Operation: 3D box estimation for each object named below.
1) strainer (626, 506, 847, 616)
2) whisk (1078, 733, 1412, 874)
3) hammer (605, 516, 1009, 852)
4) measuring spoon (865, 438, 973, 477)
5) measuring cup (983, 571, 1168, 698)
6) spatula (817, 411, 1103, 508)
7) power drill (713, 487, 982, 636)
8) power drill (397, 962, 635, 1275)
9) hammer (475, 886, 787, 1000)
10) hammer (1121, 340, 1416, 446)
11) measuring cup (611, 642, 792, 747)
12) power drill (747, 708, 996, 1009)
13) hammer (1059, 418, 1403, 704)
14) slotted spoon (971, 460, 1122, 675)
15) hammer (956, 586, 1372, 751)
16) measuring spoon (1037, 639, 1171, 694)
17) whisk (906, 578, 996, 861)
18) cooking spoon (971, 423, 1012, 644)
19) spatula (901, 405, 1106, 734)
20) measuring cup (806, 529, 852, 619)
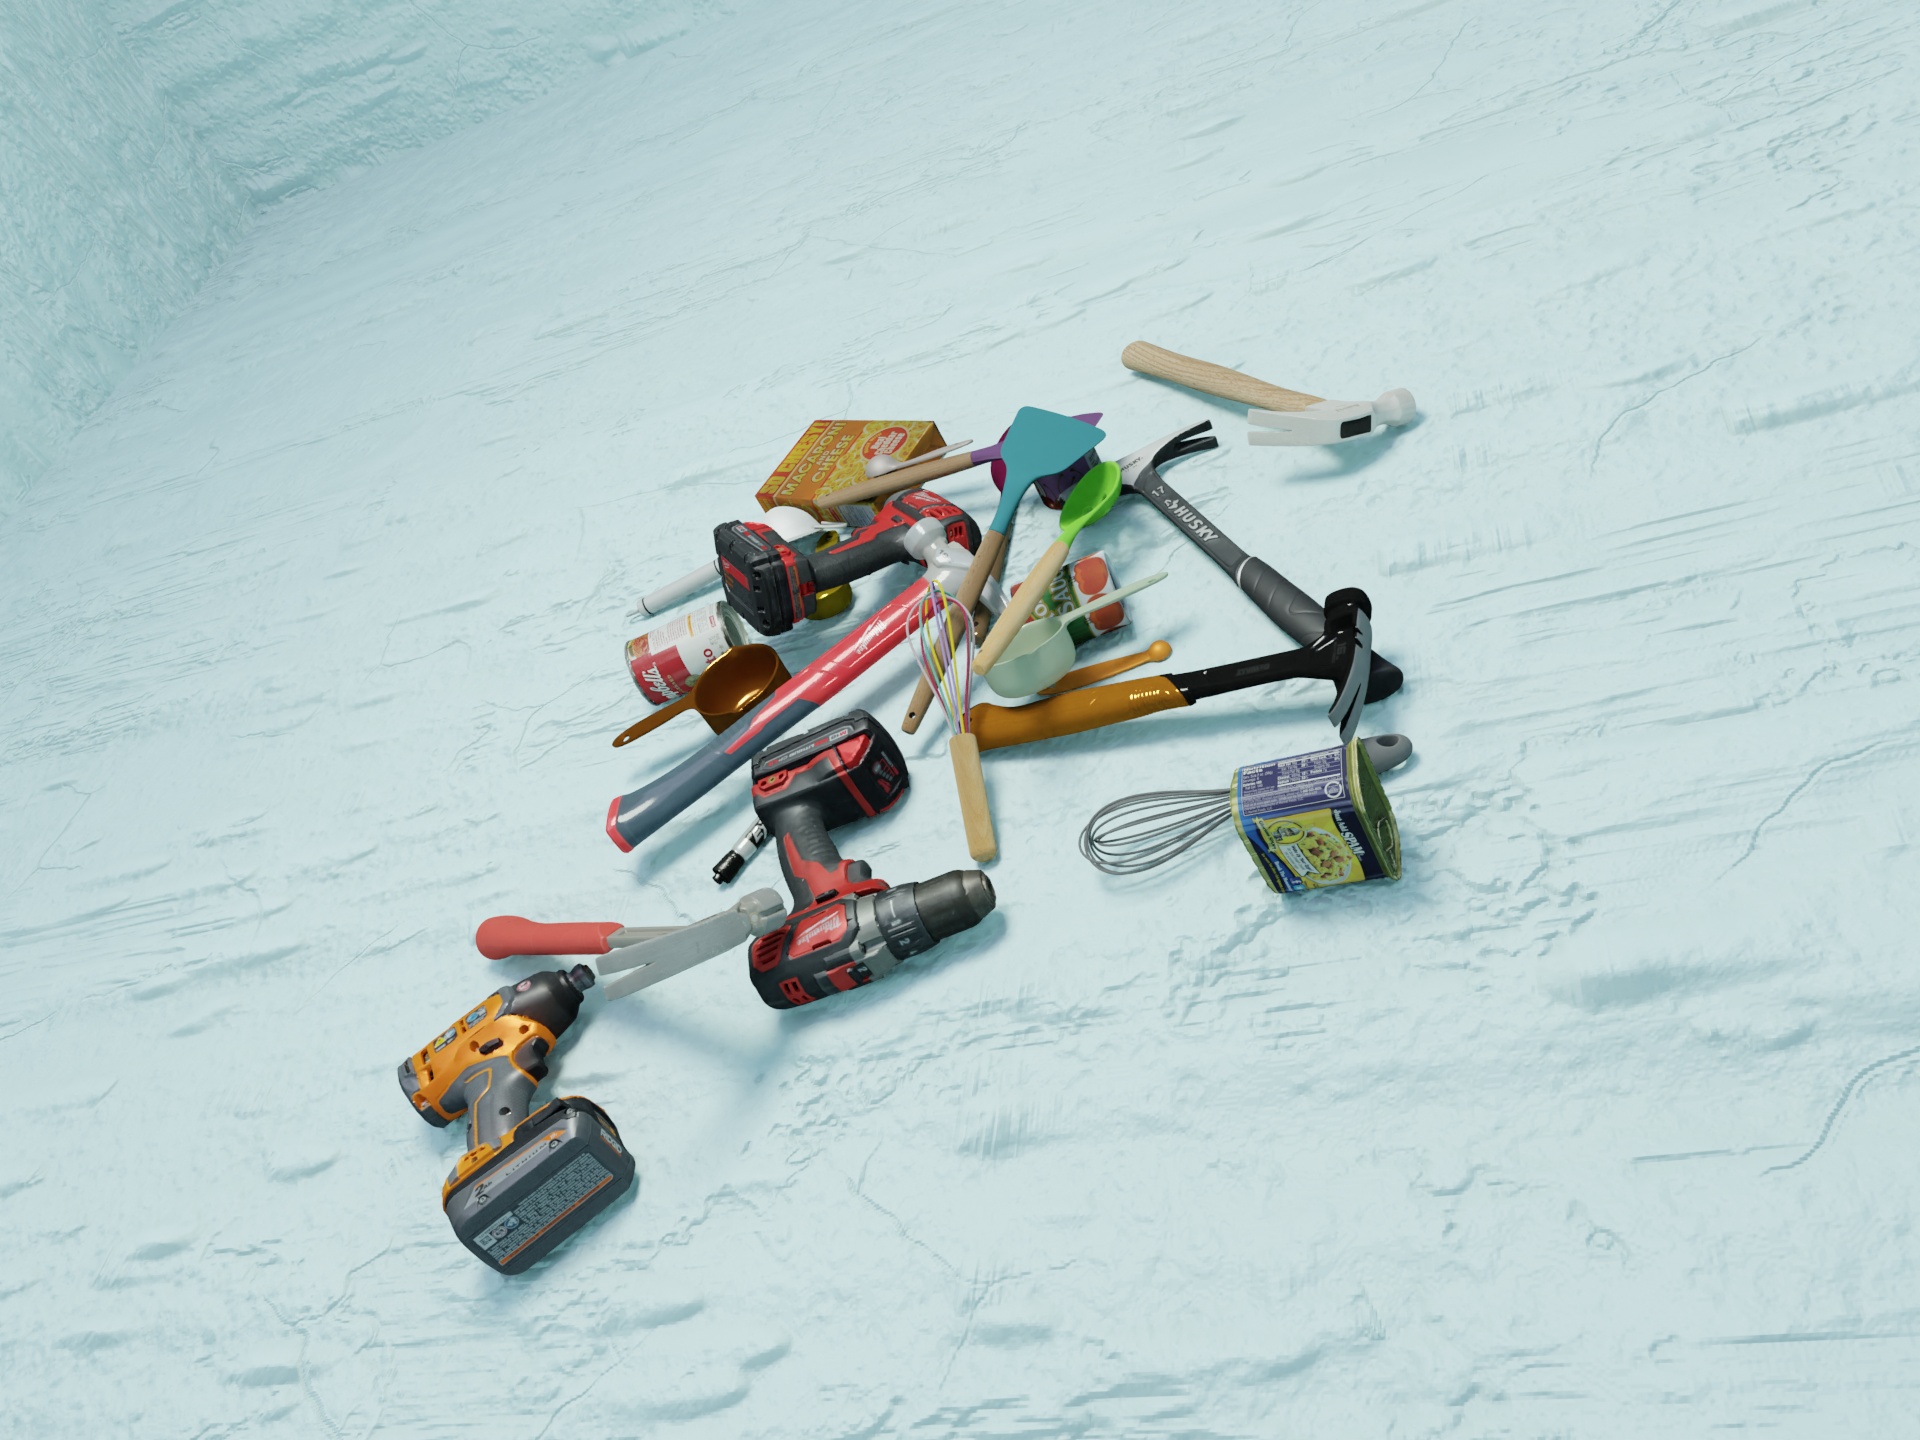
[{"bbox_3d":[-0.235,-0.161,1.605,0.258,0.050,0.087,-25,9,17],"label":"strainer"},{"bbox_3d":[0.196,0.054,1.101,0.239,0.055,0.055,-19,40,8],"label":"whisk"},{"bbox_3d":[-0.129,-0.008,1.343,0.386,0.038,0.143,-39,68,-6],"label":"hammer"},{"bbox_3d":[-0.041,-0.257,1.524,0.124,0.018,0.034,-11,19,33],"label":"measuring spoon"},{"bbox_3d":[0.094,-0.067,1.251,0.167,0.038,0.083,-26,18,-4],"label":"measuring cup"},{"bbox_3d":[-0.007,-0.239,1.481,0.316,0.018,0.060,-11,31,33],"label":"spatula"},{"bbox_3d":[-0.105,-0.158,1.453,0.219,0.078,0.143,-19,31,-21],"label":"power drill"},{"bbox_3d":[-0.319,0.277,1.174,0.164,0.084,0.227,-38,35,-8],"label":"power drill"},{"bbox_3d":[-0.289,0.169,1.210,0.149,0.036,0.359,-19,6,-41],"label":"hammer"},{"bbox_3d":[0.246,-0.300,1.431,0.130,0.031,0.332,-18,29,-23],"label":"hammer"},{"bbox_3d":[-0.227,-0.002,1.431,0.173,0.052,0.095,-27,39,9],"label":"measuring cup"},{"bbox_3d":[-0.073,0.099,1.206,0.188,0.080,0.227,-23,43,12],"label":"power drill"},{"bbox_3d":[0.227,-0.130,1.284,0.149,0.036,0.409,-32,39,-3],"label":"hammer"},{"bbox_3d":[0.070,-0.123,1.268,0.070,0.031,0.314,-31,17,39],"label":"slotted spoon"},{"bbox_3d":[0.140,-0.012,1.187,0.337,0.034,0.127,-12,43,32],"label":"hammer"},{"bbox_3d":[0.113,-0.043,1.282,0.117,0.011,0.021,-18,41,17],"label":"measuring spoon"},{"bbox_3d":[-0.002,-0.003,1.244,0.047,0.051,0.245,-32,57,36],"label":"whisk"},{"bbox_3d":[0.040,-0.185,1.474,0.069,0.017,0.319,-15,42,27],"label":"cooking spoon"},{"bbox_3d":[0.023,-0.129,1.334,0.082,0.044,0.317,21,79,17],"label":"spatula"},{"bbox_3d":[-0.129,-0.142,1.542,0.062,0.029,0.157,-14,29,9],"label":"measuring cup"}]
